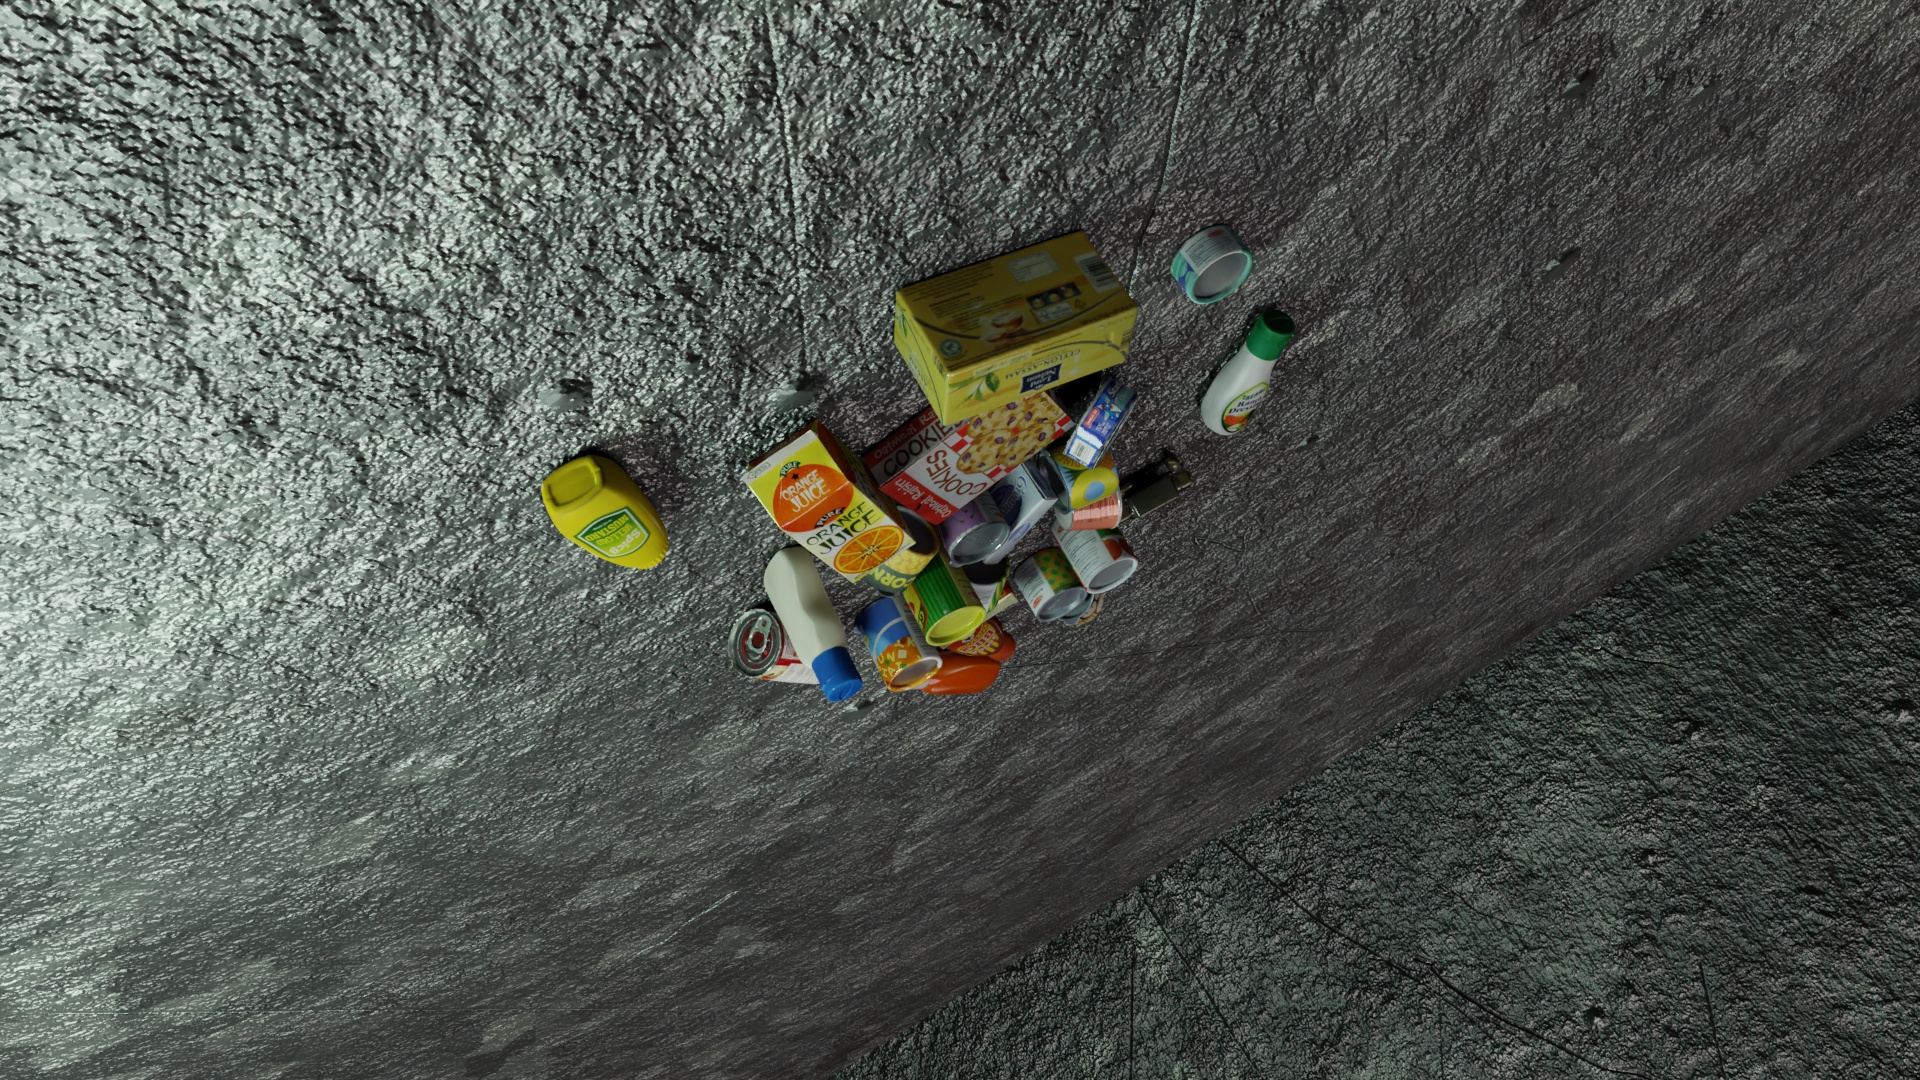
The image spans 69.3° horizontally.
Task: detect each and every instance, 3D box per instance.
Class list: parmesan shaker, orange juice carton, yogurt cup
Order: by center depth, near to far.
[{"bbox_3d":[-0.116,-0.038,1.193,0.072,0.073,0.192,-33,152,7],"label":"orange juice carton"},{"bbox_3d":[-0.025,0.046,1.392,0.071,0.103,0.071,-23,152,-13],"label":"parmesan shaker"},{"bbox_3d":[0.130,-0.041,1.442,0.054,0.072,0.072,-11,149,-17],"label":"yogurt cup"}]

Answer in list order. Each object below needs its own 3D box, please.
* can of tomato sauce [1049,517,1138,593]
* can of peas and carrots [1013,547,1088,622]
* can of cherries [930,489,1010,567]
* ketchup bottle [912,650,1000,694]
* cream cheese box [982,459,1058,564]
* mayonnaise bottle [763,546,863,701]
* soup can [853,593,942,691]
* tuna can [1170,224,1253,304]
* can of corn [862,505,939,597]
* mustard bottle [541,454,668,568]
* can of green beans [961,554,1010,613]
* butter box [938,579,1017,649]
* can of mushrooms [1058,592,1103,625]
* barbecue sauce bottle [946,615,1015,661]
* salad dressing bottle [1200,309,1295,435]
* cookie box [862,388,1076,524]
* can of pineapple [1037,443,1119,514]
[{"bbox_3d":[0.147,0.006,1.515,0.071,0.083,0.071,-23,152,-13],"label":"can of tomato sauce"},{"bbox_3d":[0.104,0.050,1.575,0.071,0.059,0.070,-24,153,-13],"label":"can of peas and carrots"},{"bbox_3d":[0.005,-0.017,1.364,0.071,0.058,0.071,-24,153,-13],"label":"can of cherries"},{"bbox_3d":[-0.021,0.157,1.652,0.149,0.044,0.064,3,138,-47],"label":"ketchup bottle"},{"bbox_3d":[0.048,-0.028,1.392,0.024,0.053,0.103,1,140,-48],"label":"cream cheese box"},{"bbox_3d":[-0.136,0.079,1.290,0.041,0.148,0.064,-10,147,-33],"label":"mayonnaise bottle"},{"bbox_3d":[-0.068,0.111,1.483,0.071,0.084,0.071,-23,153,-13],"label":"soup can"},{"bbox_3d":[0.222,-0.241,1.223,0.071,0.033,0.070,-23,152,-13],"label":"tuna can"},{"bbox_3d":[-0.062,0.010,1.331,0.071,0.071,0.058,2,138,-46],"label":"can of corn"},{"bbox_3d":[-0.271,-0.013,1.110,0.065,0.049,0.159,-30,153,3],"label":"mustard bottle"},{"bbox_3d":[0.015,0.037,1.457,0.071,0.071,0.057,-17,149,-24],"label":"can of green beans"},{"bbox_3d":[0.007,0.069,1.519,0.103,0.053,0.024,-34,150,6],"label":"butter box"},{"bbox_3d":[0.131,0.066,1.617,0.071,0.071,0.033,-38,153,16],"label":"can of mushrooms"},{"bbox_3d":[0.020,0.107,1.608,0.065,0.044,0.148,-36,153,10],"label":"barbecue sauce bottle"},{"bbox_3d":[0.290,-0.169,1.400,0.064,0.044,0.146,-17,150,-27],"label":"salad dressing bottle"},{"bbox_3d":[0.010,-0.090,1.263,0.167,0.040,0.123,-36,153,11],"label":"cookie box"},{"bbox_3d":[0.117,-0.068,1.380,0.058,0.071,0.070,-23,152,-14],"label":"can of pineapple"}]
